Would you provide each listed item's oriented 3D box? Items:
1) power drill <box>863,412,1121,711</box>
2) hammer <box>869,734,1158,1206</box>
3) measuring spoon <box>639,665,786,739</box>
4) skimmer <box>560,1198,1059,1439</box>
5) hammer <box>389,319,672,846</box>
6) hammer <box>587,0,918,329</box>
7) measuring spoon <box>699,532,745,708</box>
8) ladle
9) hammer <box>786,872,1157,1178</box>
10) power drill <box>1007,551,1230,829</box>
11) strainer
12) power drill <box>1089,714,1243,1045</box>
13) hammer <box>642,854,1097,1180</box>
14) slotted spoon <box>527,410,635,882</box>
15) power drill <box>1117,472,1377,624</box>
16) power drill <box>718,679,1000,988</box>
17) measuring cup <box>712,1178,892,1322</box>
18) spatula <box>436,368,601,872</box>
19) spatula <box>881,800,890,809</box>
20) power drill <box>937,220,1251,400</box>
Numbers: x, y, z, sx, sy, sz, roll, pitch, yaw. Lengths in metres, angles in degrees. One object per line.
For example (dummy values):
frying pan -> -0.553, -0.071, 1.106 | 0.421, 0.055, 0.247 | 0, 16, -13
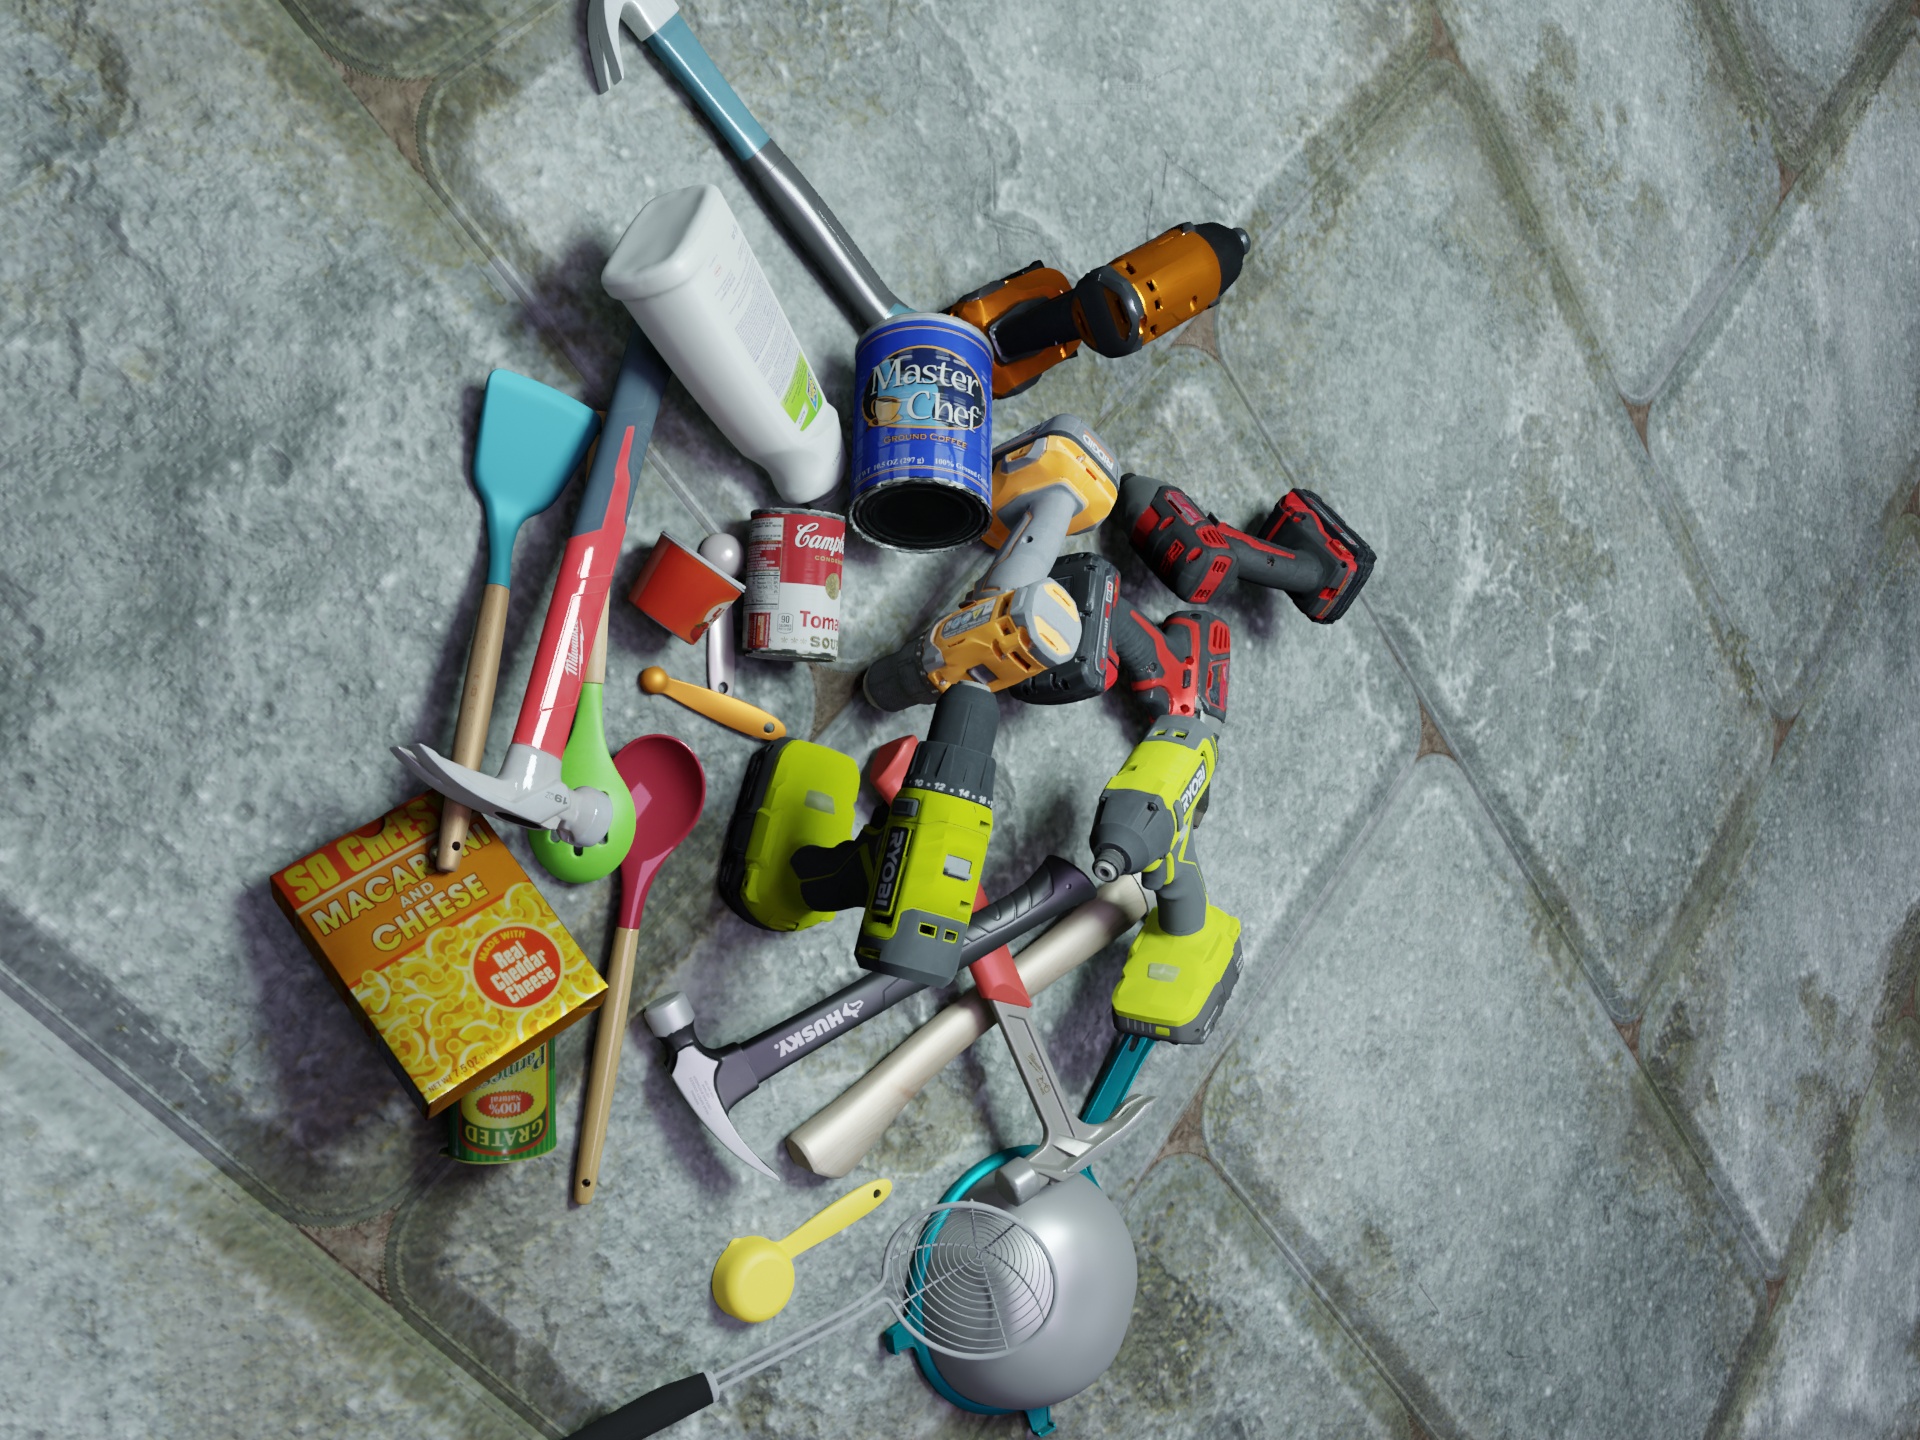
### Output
power drill -> 0.021, -0.106, 1.185 | 0.084, 0.185, 0.226 | 42, 48, -29
hammer -> 0.028, 0.176, 1.208 | 0.149, 0.037, 0.359 | -27, 99, -31
measuring spoon -> -0.170, -0.010, 1.111 | 0.116, 0.011, 0.021 | 24, 95, -31
skimmer -> -0.105, 0.439, 1.088 | 0.363, 0.090, 0.127 | -18, 103, -27
hammer -> -0.241, -0.124, 1.005 | 0.143, 0.038, 0.386 | 32, 62, -46
hammer -> -0.135, -0.395, 1.131 | 0.330, 0.033, 0.128 | 49, 62, -26
measuring spoon -> -0.165, -0.070, 1.117 | 0.034, 0.018, 0.124 | -1, 91, -37
ladle -> -0.226, 0.165, 1.065 | 0.069, 0.031, 0.315 | 10, 86, -11
hammer -> 0.026, 0.208, 1.247 | 0.410, 0.038, 0.146 | -33, 108, -31
power drill -> 0.139, -0.022, 1.286 | 0.226, 0.080, 0.188 | 23, 67, -44
strainer -> 0.099, 0.395, 1.263 | 0.210, 0.095, 0.340 | 41, 68, -29
power drill -> 0.152, 0.131, 1.210 | 0.171, 0.080, 0.223 | -50, 137, -46
hammer -> -0.045, 0.192, 1.135 | 0.335, 0.035, 0.146 | -27, 96, -19
slotted spoon -> -0.245, -0.050, 1.050 | 0.070, 0.031, 0.314 | 2, 85, -9
power drill -> 0.233, -0.152, 1.349 | 0.219, 0.143, 0.078 | 3, 128, -36
power drill -> -0.061, 0.068, 1.062 | 0.080, 0.228, 0.191 | 21, 78, -35
measuring cup -> -0.106, 0.378, 1.150 | 0.156, 0.029, 0.062 | -26, 105, -31
spatula -> -0.288, -0.062, 0.988 | 0.082, 0.044, 0.318 | 22, 63, -40
spatula -> -0.002, -0.004, 1.237 | 0.059, 0.018, 0.316 | 33, 72, -29
power drill -> 0.101, -0.311, 1.184 | 0.164, 0.226, 0.084 | -35, 110, -31
